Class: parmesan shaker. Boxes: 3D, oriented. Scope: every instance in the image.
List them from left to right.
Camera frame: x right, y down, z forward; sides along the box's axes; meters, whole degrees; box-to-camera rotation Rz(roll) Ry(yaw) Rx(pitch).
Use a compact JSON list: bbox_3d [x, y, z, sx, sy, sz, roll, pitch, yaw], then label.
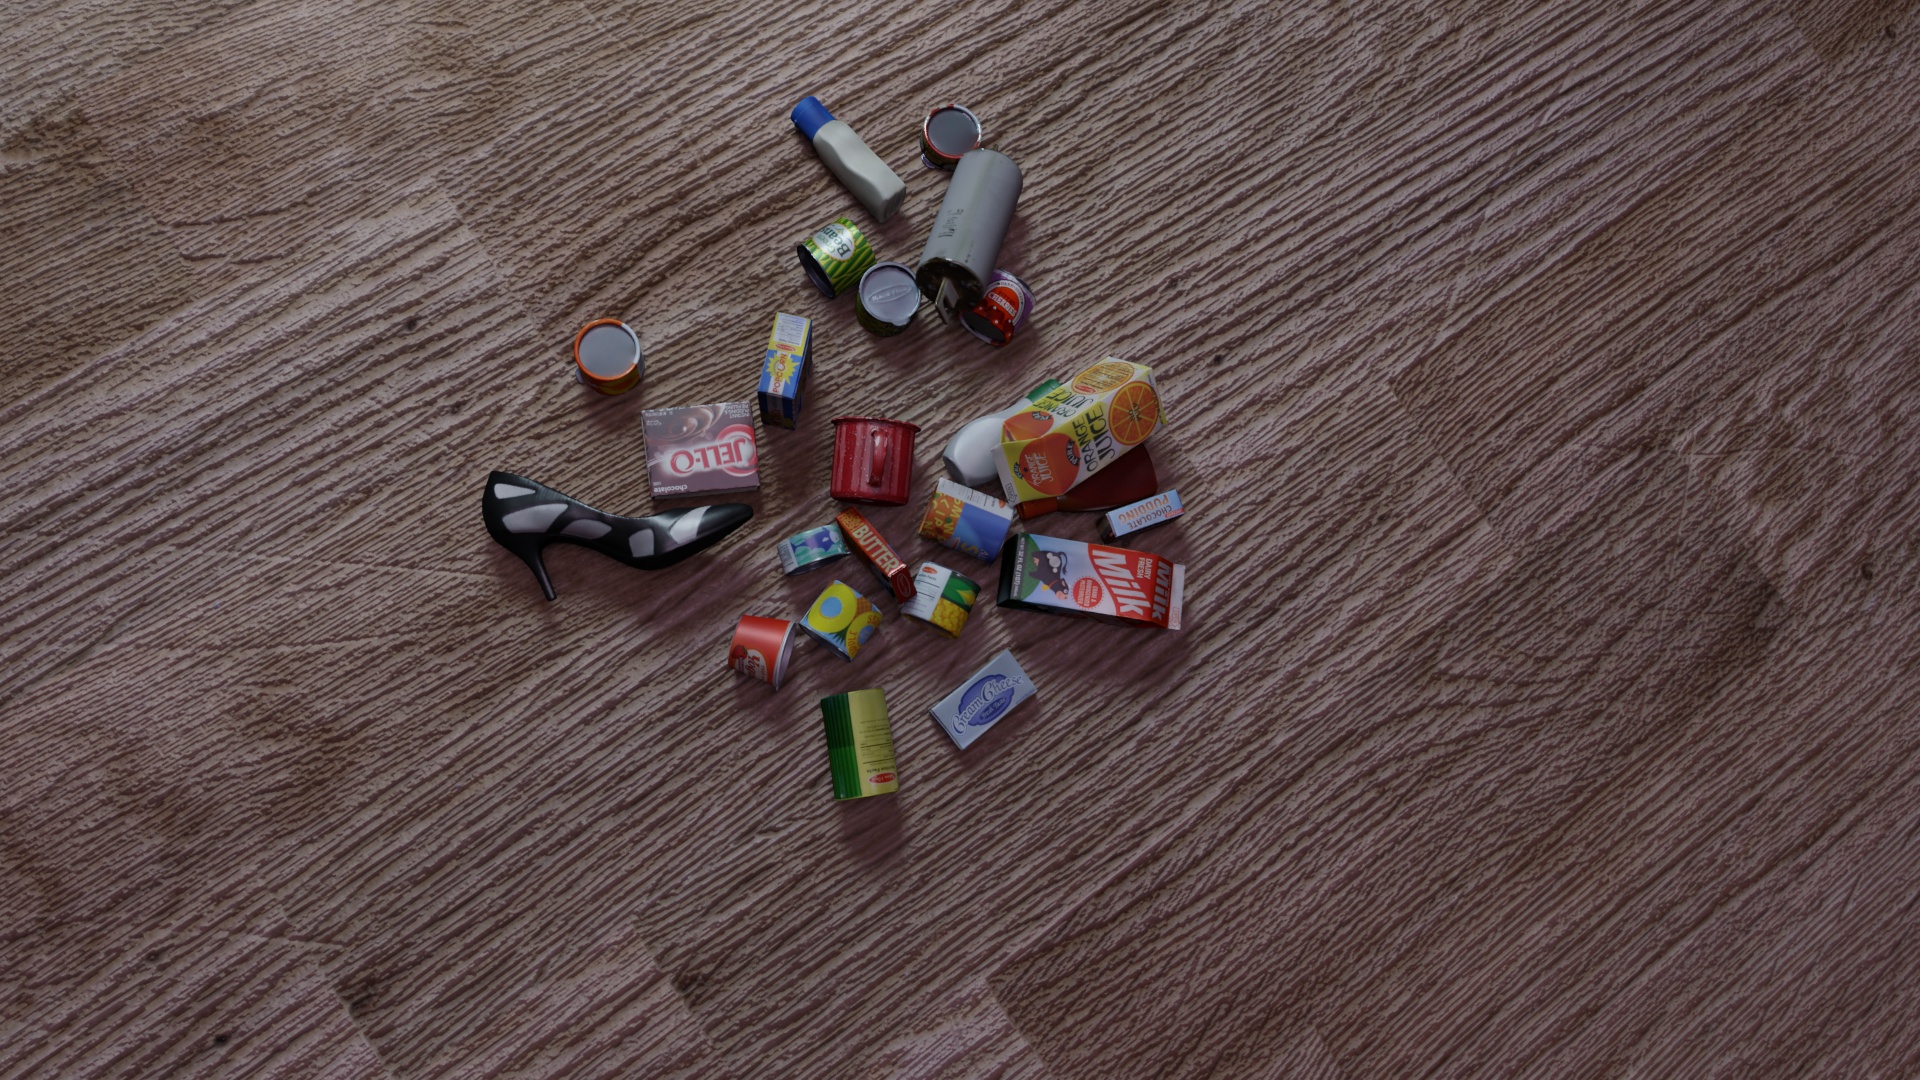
[{"bbox_3d":[-0.099,0.203,1.386,0.071,0.071,0.103,-8,81,-10],"label":"parmesan shaker"}]

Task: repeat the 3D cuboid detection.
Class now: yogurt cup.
[{"bbox_3d":[-0.198,0.107,1.386,0.054,0.072,0.072,14,79,2],"label":"yogurt cup"}]

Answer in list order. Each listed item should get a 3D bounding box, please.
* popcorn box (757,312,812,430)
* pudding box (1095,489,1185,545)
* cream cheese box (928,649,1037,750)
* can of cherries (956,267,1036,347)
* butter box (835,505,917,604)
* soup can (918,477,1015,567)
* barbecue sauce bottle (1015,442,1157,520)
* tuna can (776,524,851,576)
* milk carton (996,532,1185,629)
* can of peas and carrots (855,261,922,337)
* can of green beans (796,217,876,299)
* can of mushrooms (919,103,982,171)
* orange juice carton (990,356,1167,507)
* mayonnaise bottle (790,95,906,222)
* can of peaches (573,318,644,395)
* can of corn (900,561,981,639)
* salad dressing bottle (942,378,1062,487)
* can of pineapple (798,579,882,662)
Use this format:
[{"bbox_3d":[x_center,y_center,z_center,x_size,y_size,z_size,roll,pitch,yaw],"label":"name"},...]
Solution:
[{"bbox_3d":[-0.176,-0.169,1.403,0.038,0.126,0.085,12,79,-4],"label":"popcorn box"},{"bbox_3d":[0.190,-0.024,1.477,0.084,0.049,0.030,-18,83,-12],"label":"pudding box"},{"bbox_3d":[0.024,0.164,1.431,0.104,0.024,0.053,-37,88,-13],"label":"cream cheese box"},{"bbox_3d":[0.039,-0.248,1.479,0.071,0.071,0.058,34,78,-2],"label":"can of cherries"},{"bbox_3d":[-0.085,0.014,1.402,0.024,0.053,0.104,-34,55,-13],"label":"butter box"},{"bbox_3d":[0.005,-0.018,1.439,0.084,0.071,0.071,21,78,-5],"label":"soup can"},{"bbox_3d":[0.131,-0.058,1.476,0.149,0.043,0.065,-16,82,-11],"label":"barbecue sauce bottle"},{"bbox_3d":[-0.148,0.009,1.408,0.071,0.071,0.033,-19,84,-12],"label":"tuna can"},{"bbox_3d":[0.140,0.045,1.445,0.191,0.073,0.072,9,80,-8],"label":"milk carton"},{"bbox_3d":[-0.076,-0.252,1.467,0.071,0.058,0.071,1,82,-9],"label":"can of peas and carrots"},{"bbox_3d":[-0.130,-0.298,1.462,0.058,0.071,0.071,-38,88,-13],"label":"can of green beans"},{"bbox_3d":[-0.012,-0.441,1.523,0.071,0.033,0.071,2,81,-10],"label":"can of mushrooms"},{"bbox_3d":[0.115,-0.111,1.441,0.193,0.073,0.071,-33,121,-21],"label":"orange juice carton"},{"bbox_3d":[-0.120,-0.411,1.487,0.041,0.064,0.148,-41,85,-16],"label":"mayonnaise bottle"},{"bbox_3d":[-0.359,-0.185,1.411,0.071,0.058,0.071,2,81,-9],"label":"can of peaches"},{"bbox_3d":[-0.019,0.063,1.421,0.071,0.071,0.058,26,79,-4],"label":"can of corn"},{"bbox_3d":[0.051,-0.116,1.473,0.148,0.044,0.064,-37,92,-14],"label":"salad dressing bottle"},{"bbox_3d":[-0.119,0.082,1.400,0.071,0.071,0.058,36,77,-2],"label":"can of pineapple"}]
